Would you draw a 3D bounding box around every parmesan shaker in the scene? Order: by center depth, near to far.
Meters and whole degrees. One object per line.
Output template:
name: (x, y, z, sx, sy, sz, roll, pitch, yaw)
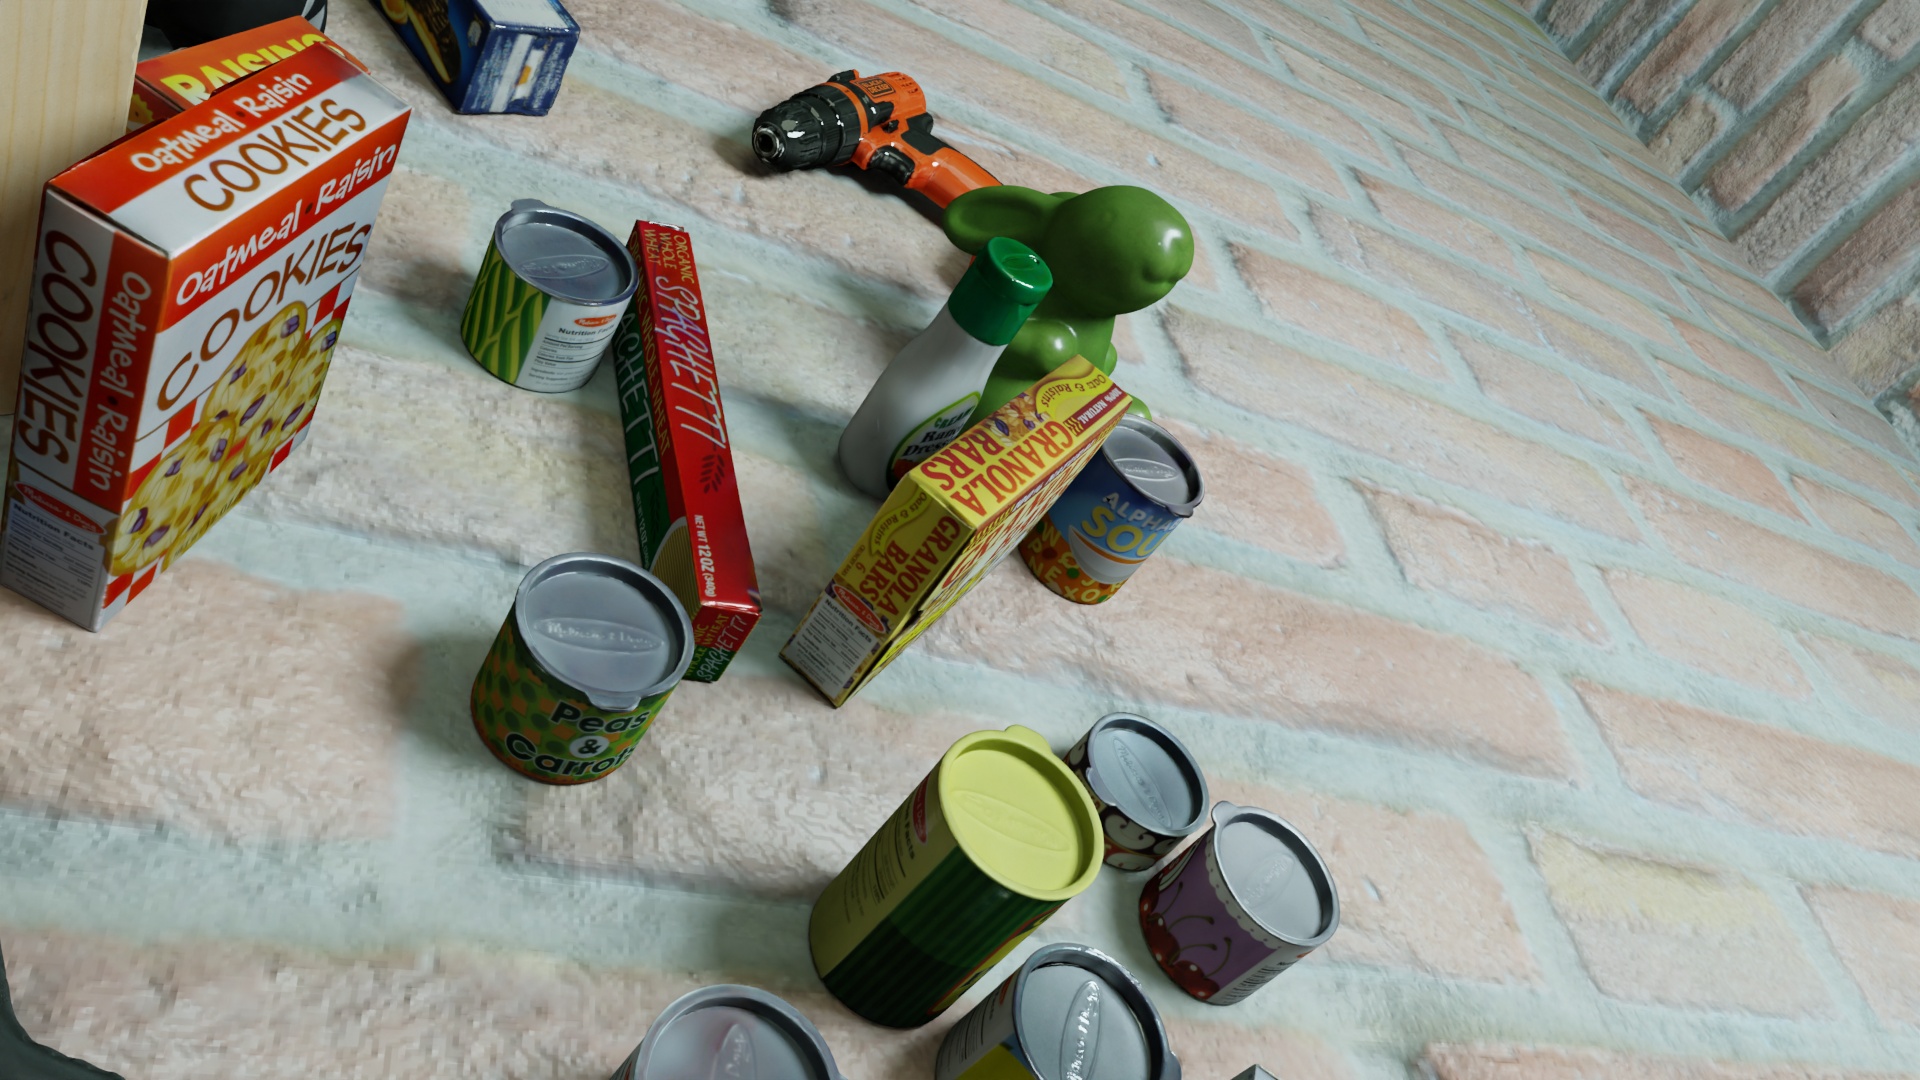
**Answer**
parmesan shaker: (-0.003, 0.123, 0.506, 0.071, 0.102, 0.072, 22, 39, -19)

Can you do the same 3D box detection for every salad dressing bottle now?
salad dressing bottle: (-0.009, -0.082, 0.684, 0.064, 0.147, 0.044, -20, 65, -49)

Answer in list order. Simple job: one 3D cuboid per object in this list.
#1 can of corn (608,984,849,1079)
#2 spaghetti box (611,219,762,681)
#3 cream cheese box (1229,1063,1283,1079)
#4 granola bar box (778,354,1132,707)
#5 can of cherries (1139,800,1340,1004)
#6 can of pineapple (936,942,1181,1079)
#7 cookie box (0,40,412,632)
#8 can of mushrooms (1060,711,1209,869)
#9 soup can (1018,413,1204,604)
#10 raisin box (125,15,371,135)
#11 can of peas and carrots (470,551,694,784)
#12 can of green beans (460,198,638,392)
can of corn: (-0.075, 0.180, 0.424, 0.071, 0.058, 0.071, 22, 39, -19)
spaghetti box: (-0.131, -0.051, 0.633, 0.029, 0.050, 0.251, 10, 44, -32)
cream cheese box: (0.091, 0.244, 0.495, 0.024, 0.053, 0.104, 35, 37, -3)
granola bar box: (0.002, -0.008, 0.633, 0.039, 0.123, 0.166, 42, 37, 6)
can of cherries: (0.119, 0.157, 0.607, 0.071, 0.058, 0.072, 22, 39, -19)
can of pineapple: (0.034, 0.190, 0.502, 0.071, 0.057, 0.071, 22, 39, -19)
cookie box: (-0.249, -0.067, 0.455, 0.040, 0.166, 0.123, 31, 37, -9)
can of mushrooms: (0.076, 0.115, 0.638, 0.071, 0.033, 0.071, 22, 39, -19)
soup can: (0.079, -0.014, 0.736, 0.071, 0.083, 0.072, 22, 39, -19)
raisin box: (-0.282, -0.131, 0.534, 0.040, 0.122, 0.086, 36, 37, -2)
can of peas and carrots: (-0.139, 0.049, 0.511, 0.071, 0.058, 0.071, 22, 39, -19)
can of green beans: (-0.190, -0.111, 0.641, 0.071, 0.057, 0.071, 22, 39, -19)
